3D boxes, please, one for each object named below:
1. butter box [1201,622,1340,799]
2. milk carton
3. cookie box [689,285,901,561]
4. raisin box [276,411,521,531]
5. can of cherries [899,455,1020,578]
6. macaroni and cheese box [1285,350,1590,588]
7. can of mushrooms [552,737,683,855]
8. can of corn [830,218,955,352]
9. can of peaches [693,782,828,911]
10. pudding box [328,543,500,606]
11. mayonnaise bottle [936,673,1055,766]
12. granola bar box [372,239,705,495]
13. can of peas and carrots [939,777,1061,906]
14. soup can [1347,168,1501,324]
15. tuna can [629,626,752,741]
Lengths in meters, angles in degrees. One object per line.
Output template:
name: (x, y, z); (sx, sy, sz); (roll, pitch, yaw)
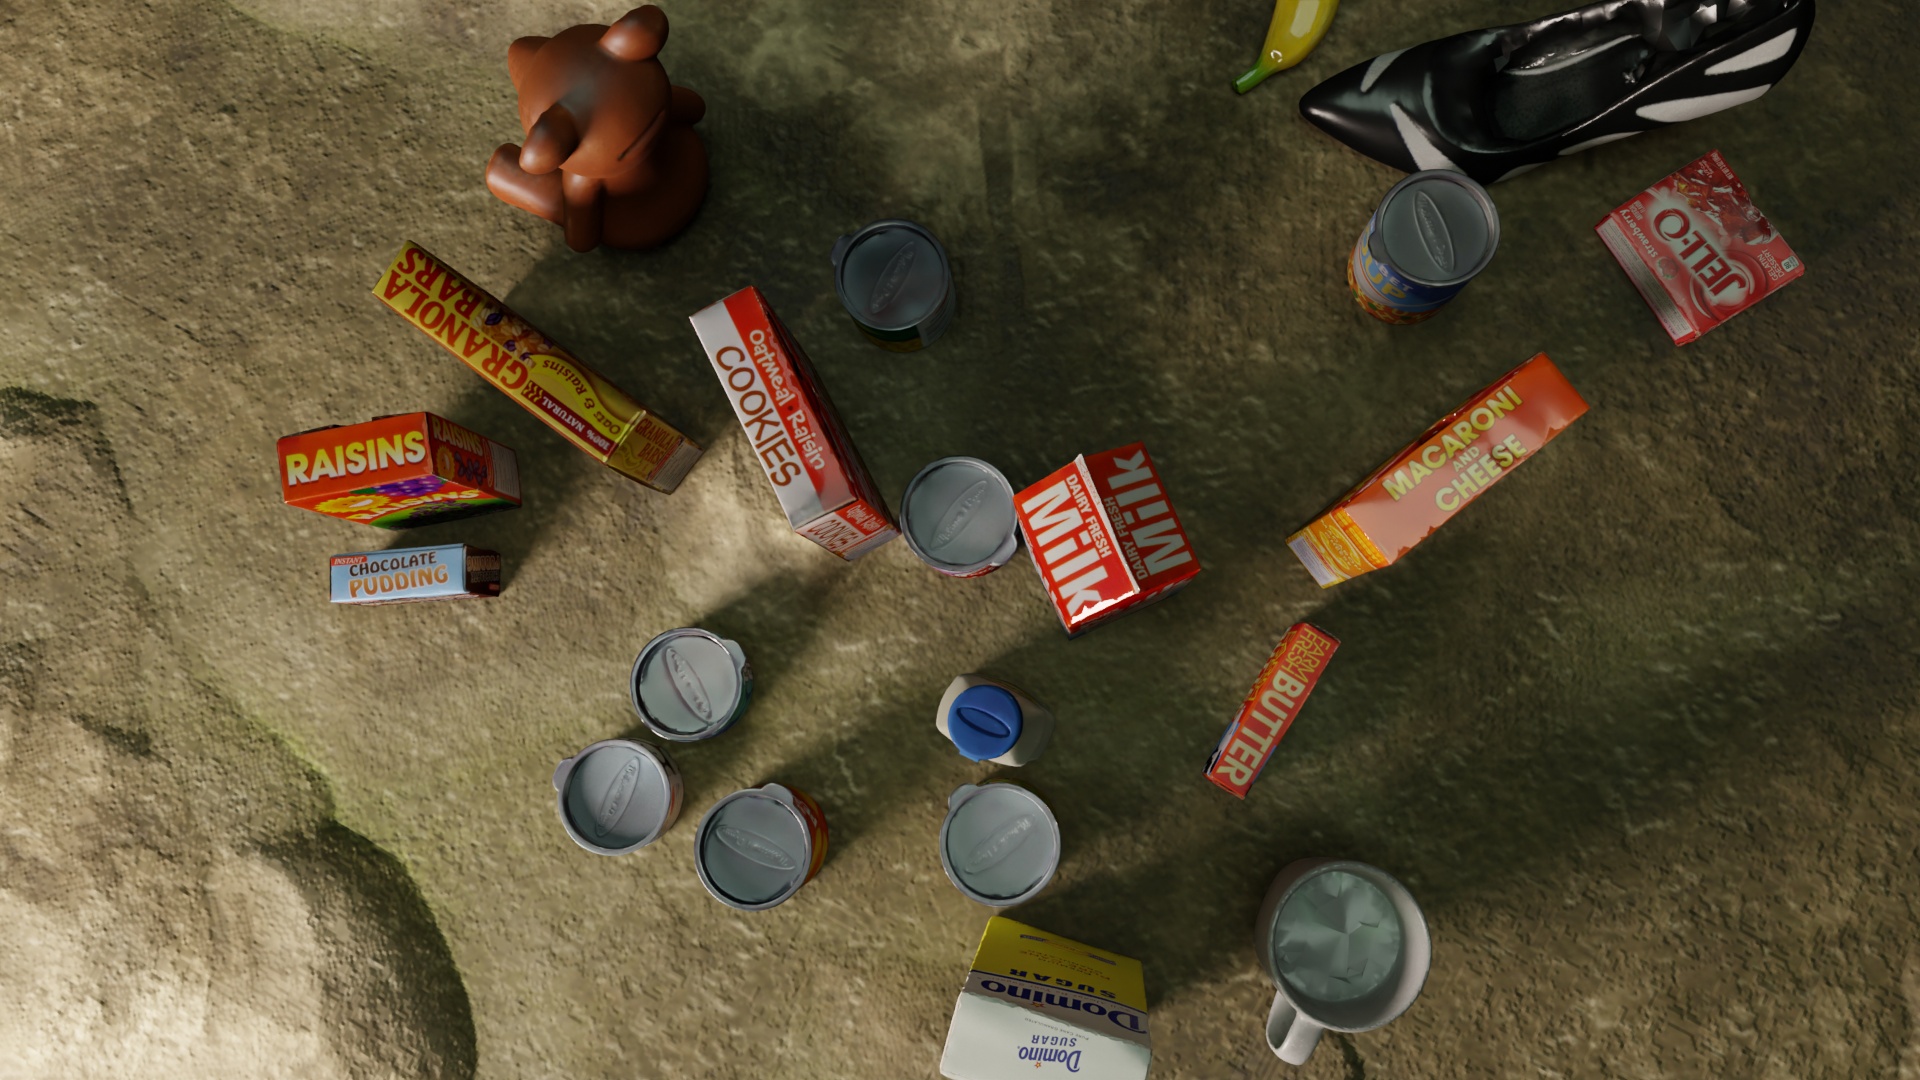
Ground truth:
butter box: (0.173, 0.094, 0.779); (0.024, 0.053, 0.103); (32, 87, 7)
milk carton: (0.075, 0.002, 0.727); (0.073, 0.190, 0.072); (-24, 83, 1)
cookie box: (-0.084, -0.057, 0.758); (0.040, 0.167, 0.123); (-28, 82, 1)
raisin box: (-0.316, -0.038, 0.794); (0.086, 0.123, 0.040); (-10, 83, 3)
can of cherries: (0.003, -0.010, 0.801); (0.071, 0.058, 0.071); (0, 83, 4)
macaroni and cheese box: (0.242, -0.031, 0.732); (0.124, 0.166, 0.040); (-38, 82, -1)
can of mushrooms: (-0.199, 0.147, 0.809); (0.071, 0.033, 0.071); (0, 83, 4)
can of corn: (-0.039, -0.150, 0.821); (0.071, 0.058, 0.071); (0, 83, 4)
can of peaches: (-0.110, 0.170, 0.787); (0.071, 0.058, 0.071); (0, 83, 4)
pudding box: (-0.323, 0.021, 0.825); (0.084, 0.049, 0.030); (-4, 83, 4)
mayonnaise bottle: (0.017, 0.095, 0.742); (0.065, 0.148, 0.041); (24, 86, 6)
granola bar box: (-0.237, -0.094, 0.795); (0.165, 0.124, 0.039); (35, 87, 7)
can of peas and carrots: (0.022, 0.165, 0.778); (0.071, 0.058, 0.071); (0, 83, 4)
soup can: (0.257, -0.164, 0.788); (0.071, 0.083, 0.071); (0, 84, 4)
tuna can: (-0.154, 0.083, 0.814); (0.071, 0.033, 0.071); (0, 83, 4)
